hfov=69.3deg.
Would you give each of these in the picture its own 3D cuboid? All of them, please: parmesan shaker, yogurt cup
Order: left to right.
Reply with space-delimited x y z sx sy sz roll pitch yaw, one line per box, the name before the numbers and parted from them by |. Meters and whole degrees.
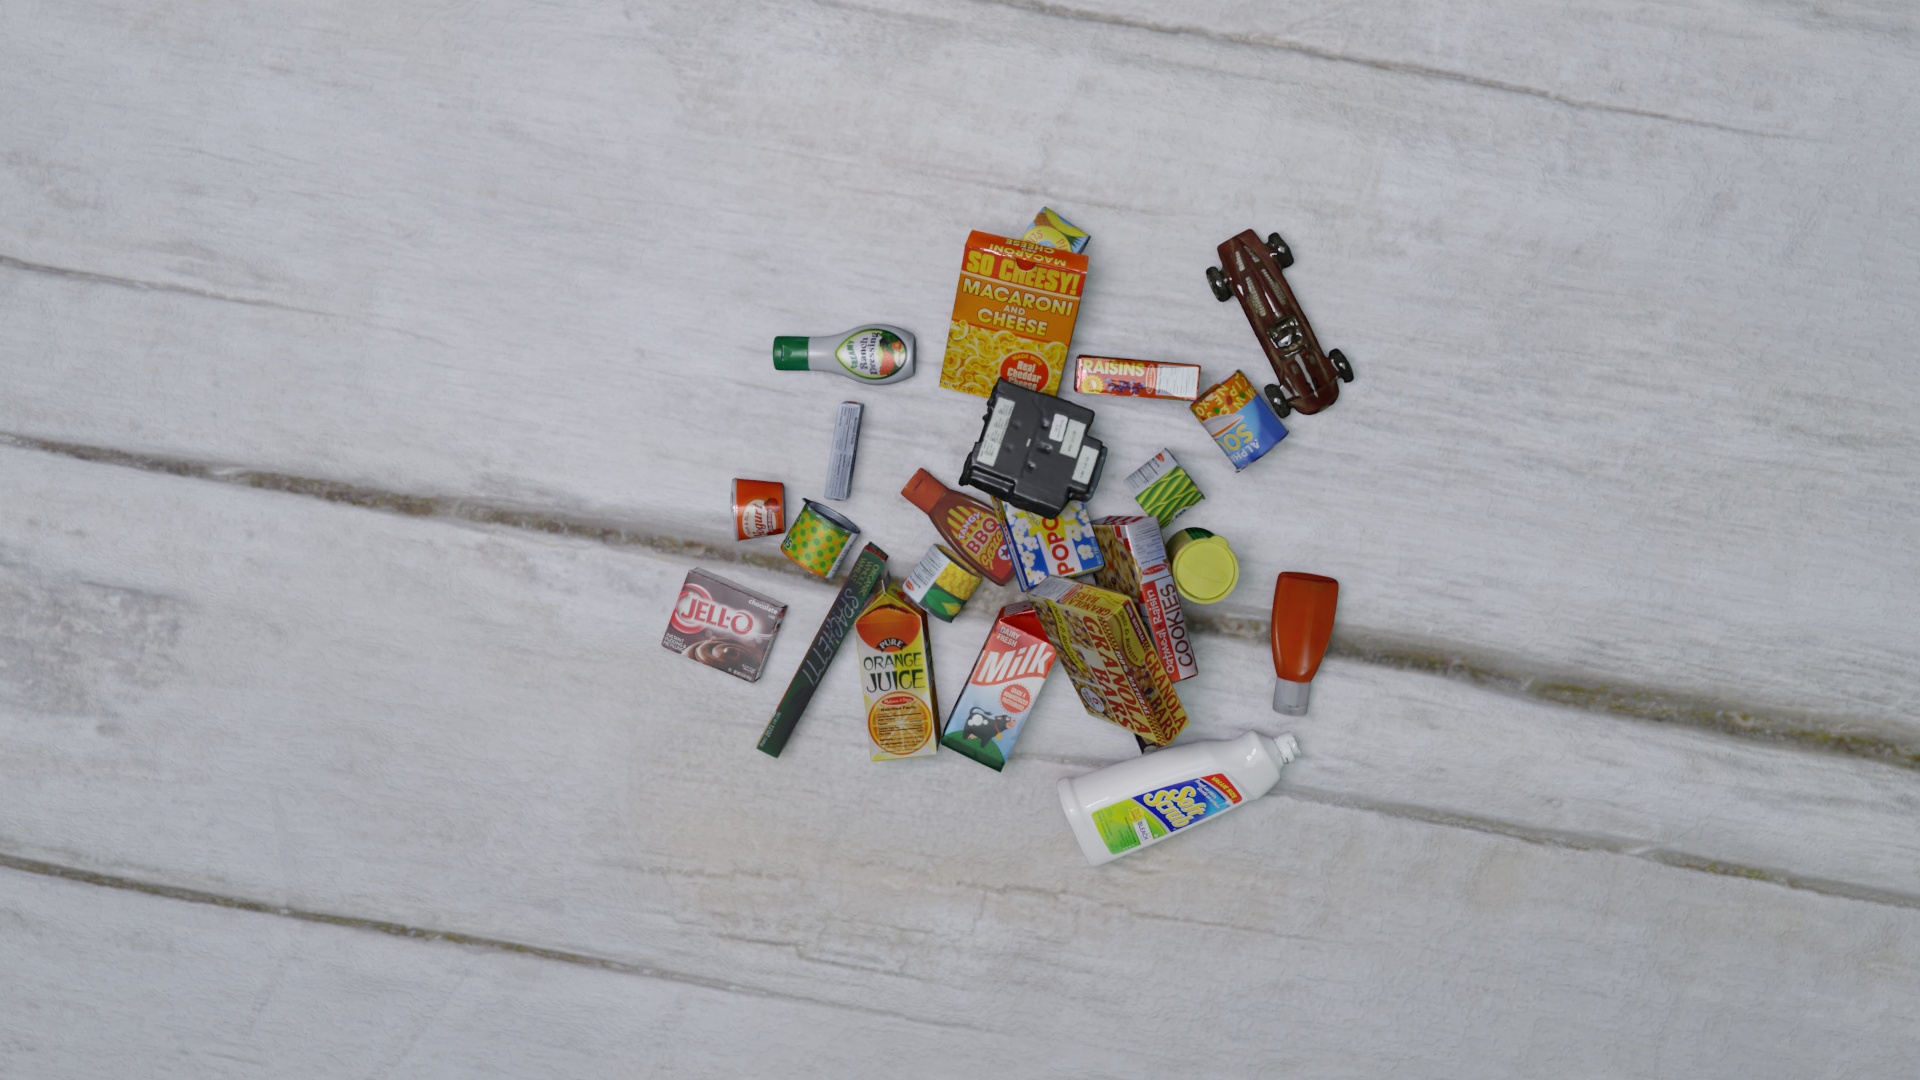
yogurt cup | -0.213 -0.034 1.472 0.054 0.072 0.072 -2 97 -4
parmesan shaker | 0.248 0.022 1.430 0.071 0.103 0.071 0 97 3

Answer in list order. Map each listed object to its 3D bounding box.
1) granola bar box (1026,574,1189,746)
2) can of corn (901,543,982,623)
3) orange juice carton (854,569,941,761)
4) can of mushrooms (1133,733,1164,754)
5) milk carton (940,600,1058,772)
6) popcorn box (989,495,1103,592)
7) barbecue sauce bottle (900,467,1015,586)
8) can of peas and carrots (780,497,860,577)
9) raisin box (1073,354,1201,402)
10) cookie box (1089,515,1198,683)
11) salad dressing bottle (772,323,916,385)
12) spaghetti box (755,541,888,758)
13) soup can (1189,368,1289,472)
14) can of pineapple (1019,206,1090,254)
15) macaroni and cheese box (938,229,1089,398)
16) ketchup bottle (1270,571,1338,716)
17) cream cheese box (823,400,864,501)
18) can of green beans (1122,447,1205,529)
granola bar box | 0.147 0.117 1.382 0.039 0.124 0.165 -40 119 -23
can of corn | -0.017 0.046 1.468 0.071 0.071 0.058 36 97 -1
orange juice carton | -0.068 0.130 1.476 0.073 0.072 0.192 -6 96 4
can of mushrooms | 0.195 0.191 1.468 0.033 0.071 0.071 -22 95 4
milk carton | 0.052 0.139 1.470 0.073 0.072 0.190 25 97 0
popcorn box | 0.087 -0.017 1.440 0.085 0.038 0.127 -15 79 -13
barbecue sauce bottle | 0.005 -0.018 1.469 0.148 0.043 0.065 38 88 -1
can of peas and carrots | -0.151 -0.002 1.469 0.071 0.071 0.058 31 98 0
raisin box | 0.179 -0.167 1.422 0.123 0.086 0.040 4 99 3
cookie box | 0.183 0.059 1.426 0.040 0.123 0.167 -17 96 -16
salad dressing bottle | -0.121 -0.195 1.457 0.148 0.044 0.064 1 95 3
spaghetti box | -0.148 0.117 1.490 0.029 0.050 0.249 29 97 -2
soup can | 0.284 -0.123 1.429 0.071 0.071 0.084 -39 92 7
can of pineapple | 0.091 -0.299 1.420 0.058 0.071 0.071 33 97 0
macaroni and cheese box | 0.053 -0.219 1.408 0.124 0.040 0.165 13 128 1
ketchup bottle | 0.357 0.109 1.463 0.065 0.043 0.148 7 97 3
cream cheese box | -0.123 -0.095 1.464 0.024 0.053 0.103 10 97 1
can of green beans | 0.211 -0.053 1.442 0.058 0.071 0.071 -38 93 7
